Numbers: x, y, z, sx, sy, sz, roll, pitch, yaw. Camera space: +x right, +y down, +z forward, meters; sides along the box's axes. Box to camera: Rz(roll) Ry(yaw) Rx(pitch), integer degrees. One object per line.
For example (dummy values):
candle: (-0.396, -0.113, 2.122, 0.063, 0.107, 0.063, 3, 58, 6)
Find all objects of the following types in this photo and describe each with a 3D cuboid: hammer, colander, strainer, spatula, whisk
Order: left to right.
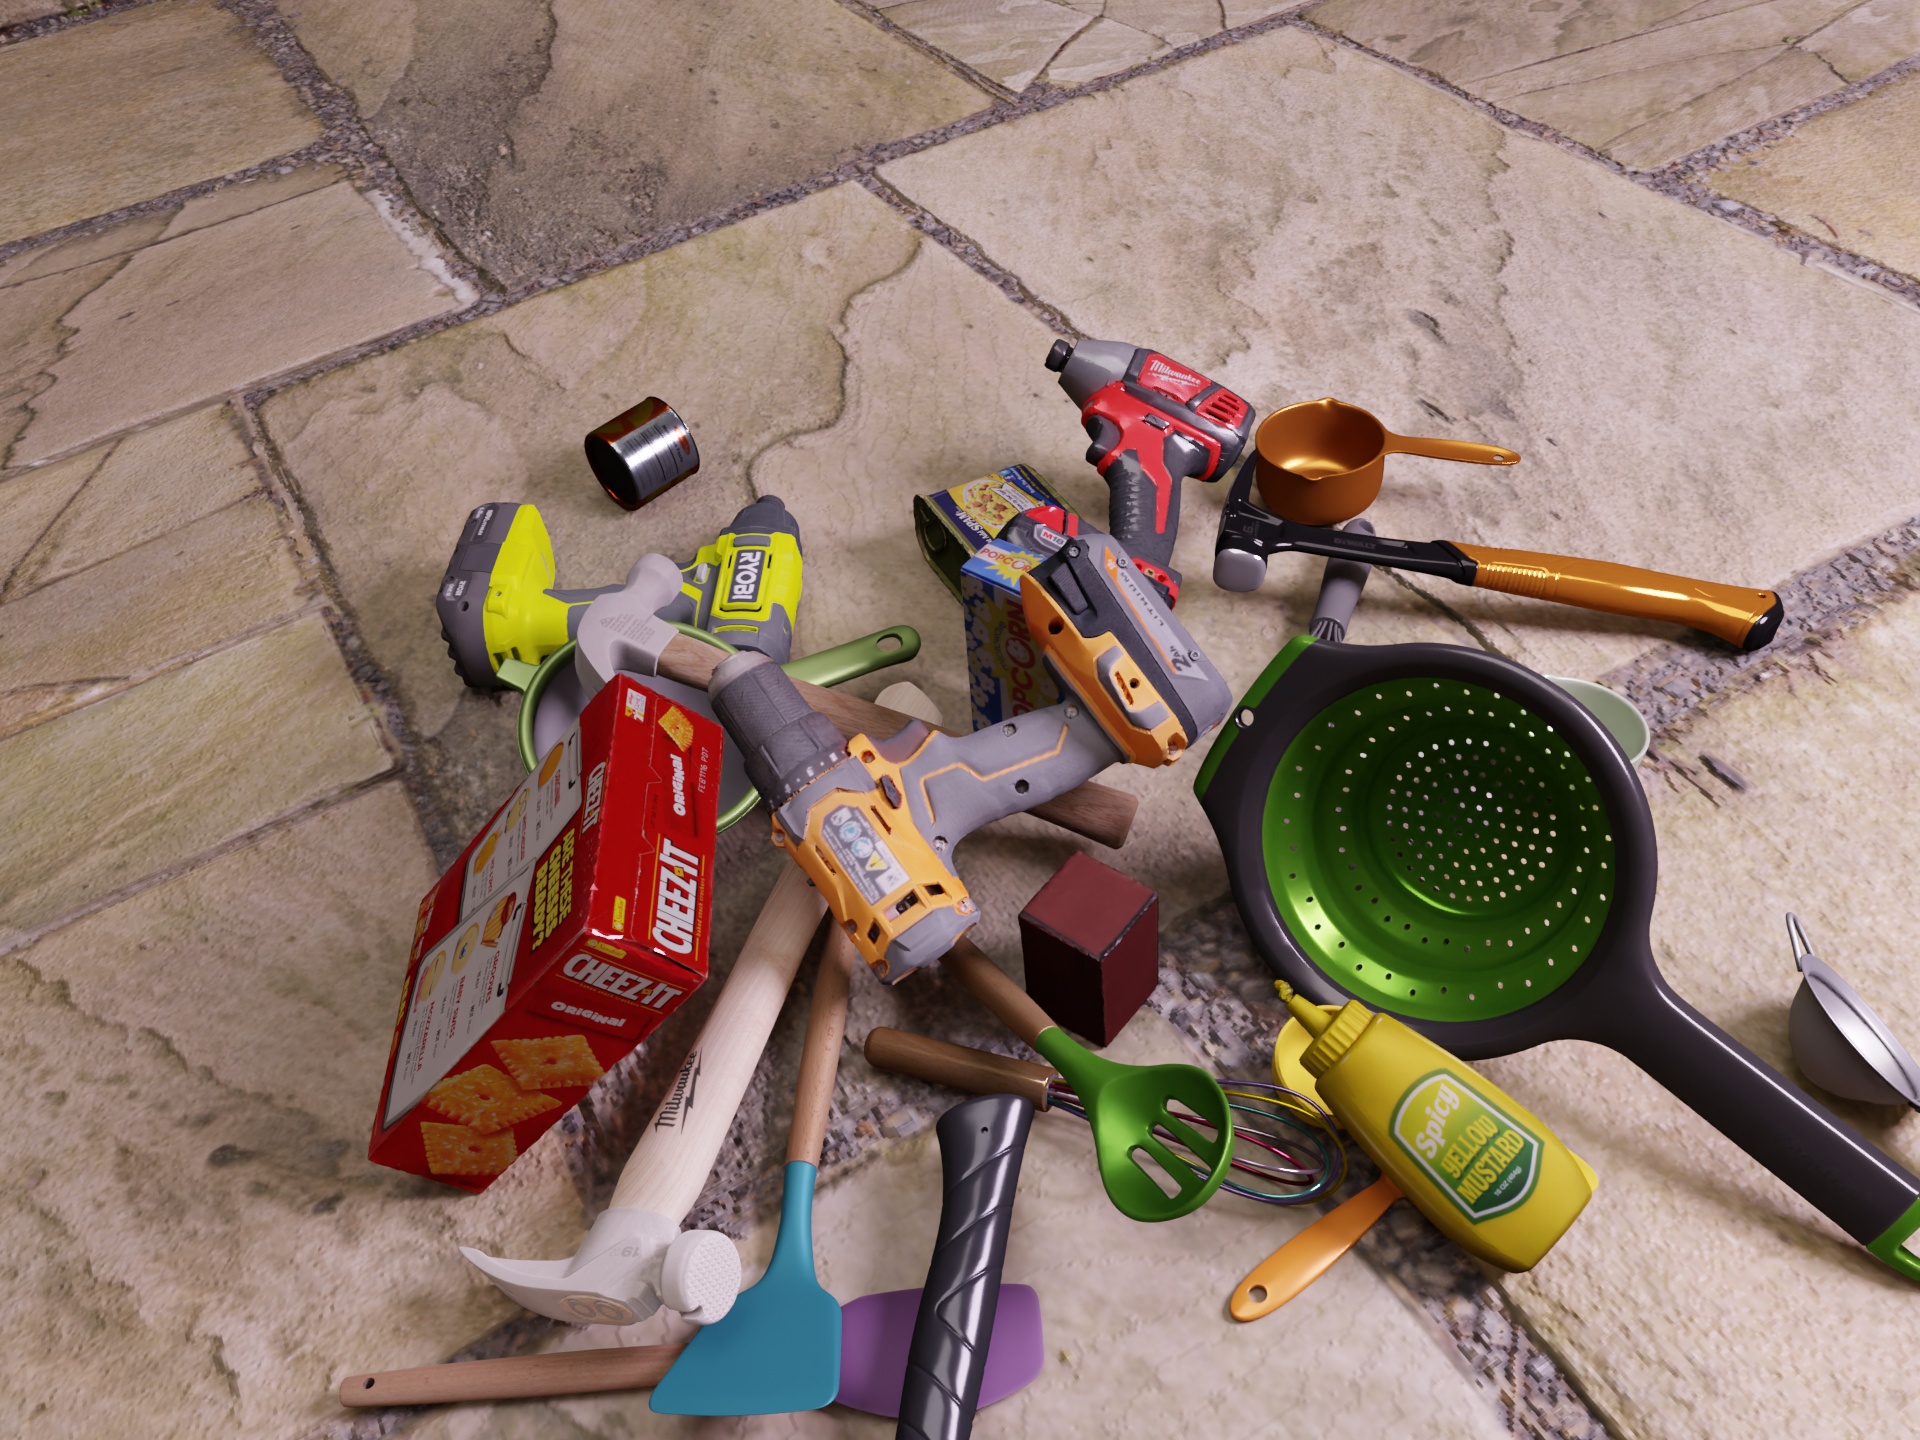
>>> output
spatula: (-0.120, 0.288, 0.708, 0.316, 0.018, 0.060, -5, 44, 2)
strainer: (-0.140, 0.002, 0.965, 0.256, 0.069, 0.152, -21, 68, -26)
hammer: (-0.107, 0.124, 0.840, 0.146, 0.038, 0.411, -9, 37, 31)
spatula: (-0.076, 0.191, 0.780, 0.082, 0.044, 0.318, -7, 42, 12)
hammer: (-0.061, 0.002, 0.892, 0.331, 0.031, 0.130, 20, 42, 6)
hammer: (-0.017, 0.332, 0.623, 0.149, 0.036, 0.409, 5, 49, 11)
whisk: (0.063, 0.188, 0.768, 0.245, 0.047, 0.051, 9, 48, 23)
whisk: (0.230, -0.055, 0.982, 0.055, 0.055, 0.239, 10, 43, 18)
hammer: (0.328, -0.097, 0.983, 0.337, 0.034, 0.127, 11, 41, 8)
colander: (0.302, 0.108, 0.769, 0.397, 0.204, 0.094, 40, 26, 20)
strainer: (0.444, 0.195, 0.699, 0.086, 0.050, 0.259, 14, 32, -44)

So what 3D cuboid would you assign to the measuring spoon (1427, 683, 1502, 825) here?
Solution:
measuring spoon: (0.287, 0.013, 0.921, 0.034, 0.018, 0.124, -5, 44, 5)

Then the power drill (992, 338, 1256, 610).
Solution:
power drill: (0.094, -0.150, 1.012, 0.143, 0.078, 0.220, 27, 59, -4)

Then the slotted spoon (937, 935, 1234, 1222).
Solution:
slotted spoon: (0.031, 0.142, 0.779, 0.070, 0.031, 0.314, -54, 38, -1)

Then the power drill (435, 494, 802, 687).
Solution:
power drill: (-0.219, -0.090, 1.066, 0.223, 0.080, 0.171, -1, 45, 3)

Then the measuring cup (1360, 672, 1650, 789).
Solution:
measuring cup: (0.298, 0.020, 0.887, 0.167, 0.038, 0.083, -8, 43, -8)

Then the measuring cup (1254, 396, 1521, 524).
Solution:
measuring cup: (0.286, -0.168, 1.081, 0.173, 0.052, 0.095, 8, 47, 14)

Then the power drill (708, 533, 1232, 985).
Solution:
power drill: (-0.001, -0.003, 0.809, 0.226, 0.084, 0.185, -36, 81, -4)

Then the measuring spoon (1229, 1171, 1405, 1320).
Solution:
measuring spoon: (0.167, 0.234, 0.723, 0.117, 0.011, 0.021, -31, 49, -21)

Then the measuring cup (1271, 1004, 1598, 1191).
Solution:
measuring cup: (0.222, 0.189, 0.757, 0.156, 0.029, 0.062, 24, 60, 14)
